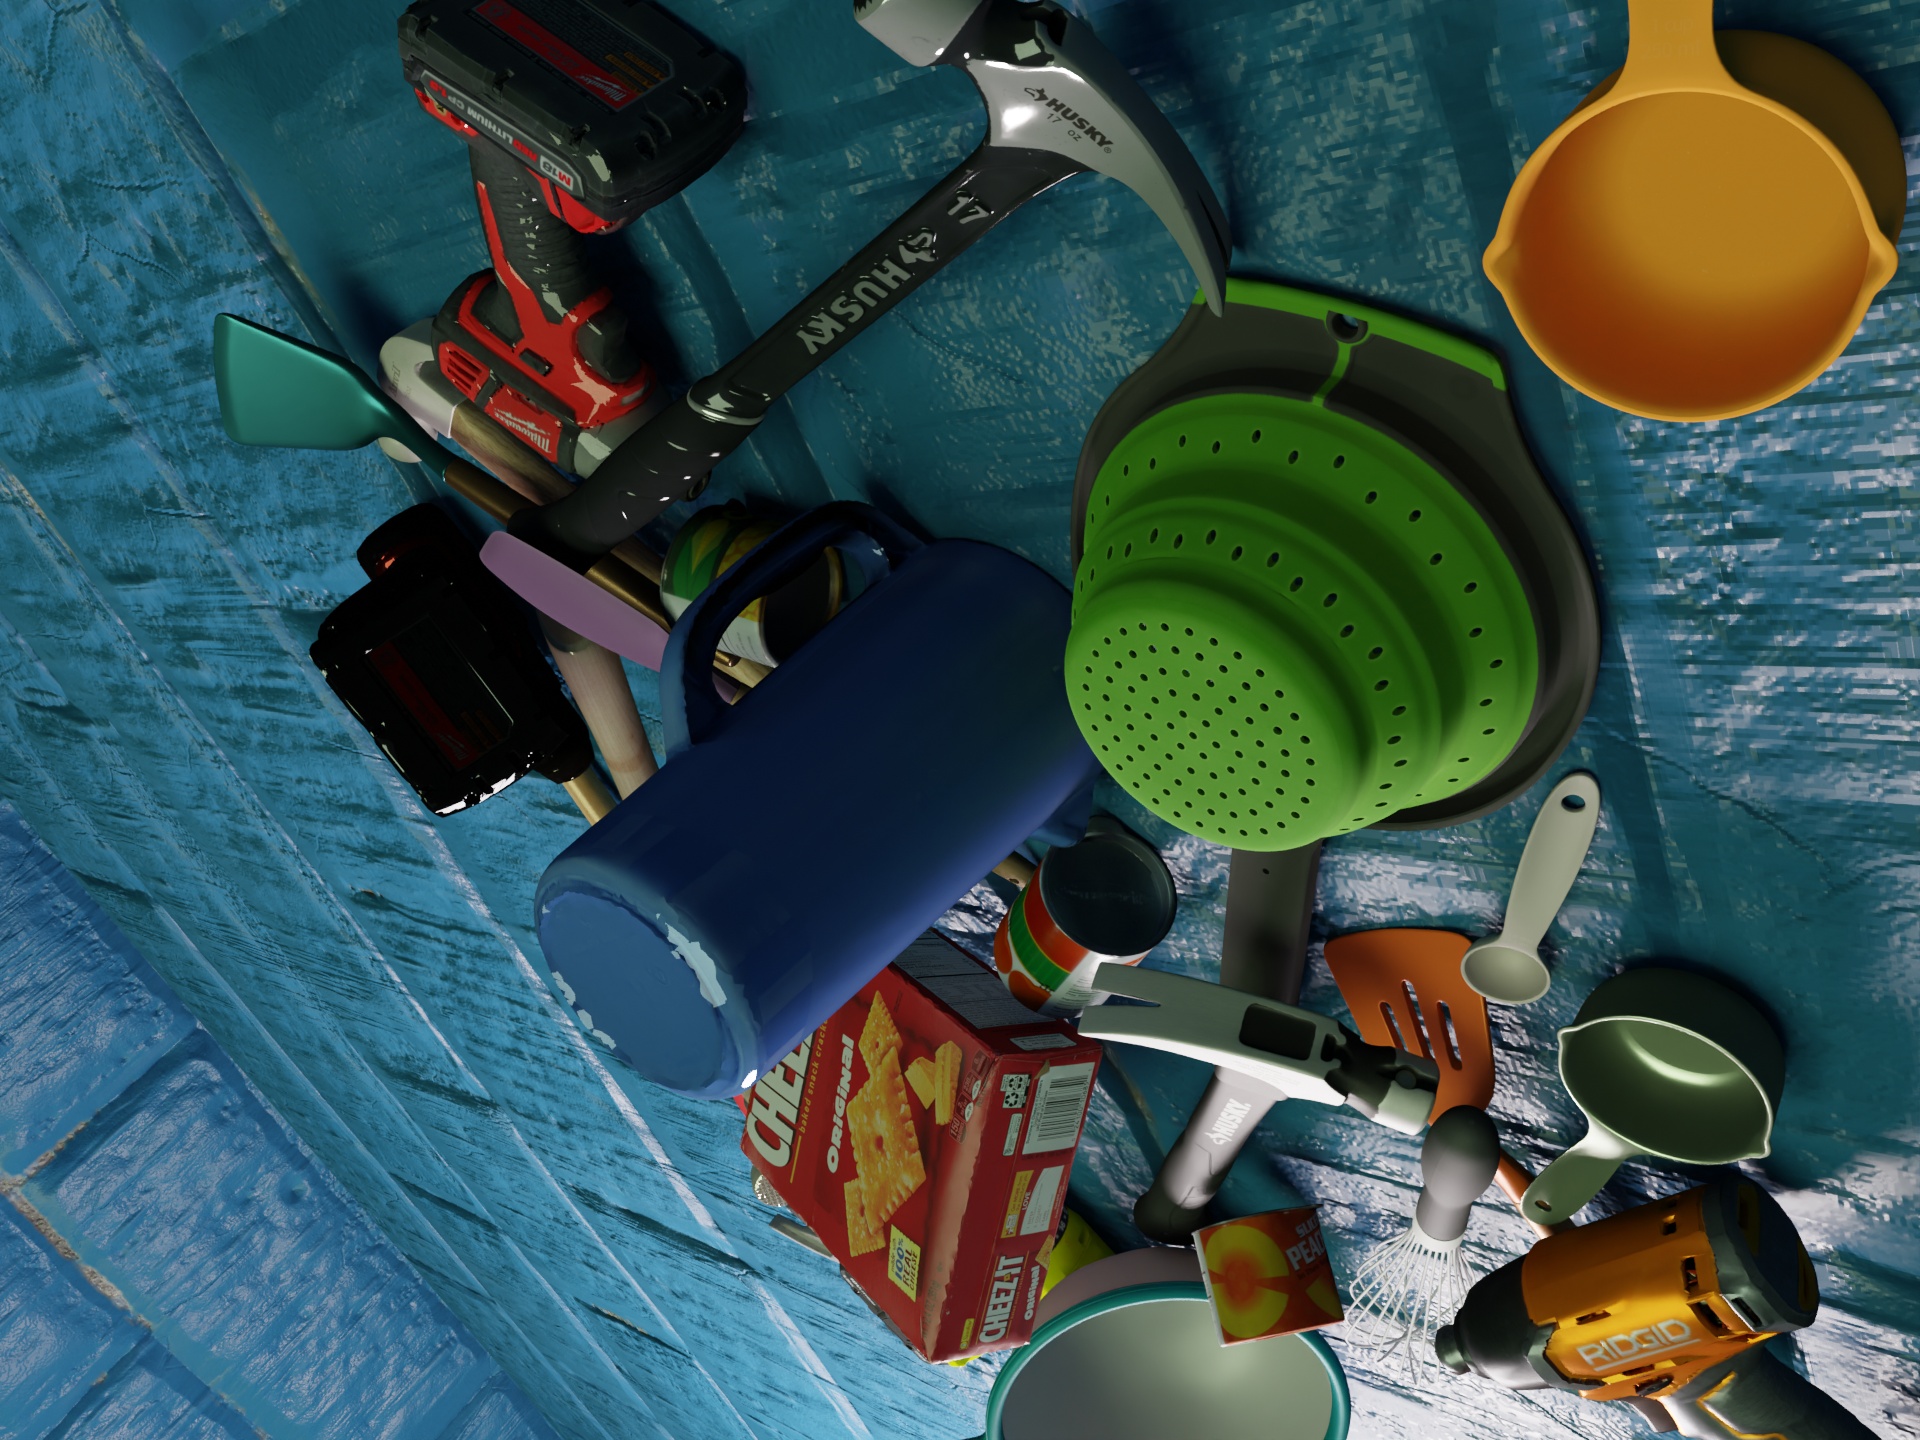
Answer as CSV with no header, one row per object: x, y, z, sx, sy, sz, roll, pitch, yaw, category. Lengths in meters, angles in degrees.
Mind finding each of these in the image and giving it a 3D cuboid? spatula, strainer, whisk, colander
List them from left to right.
-0.245,-0.108,0.805,0.317,0.044,0.082,32,135,13,spatula
-0.213,0.099,1.057,0.051,0.047,0.244,-10,117,51,whisk
-0.089,0.002,0.766,0.315,0.018,0.060,32,153,-16,spatula
0.058,0.405,0.963,0.340,0.095,0.210,-15,114,8,strainer
0.109,0.036,0.608,0.205,0.094,0.396,24,141,27,colander
0.215,0.242,0.730,0.070,0.070,0.284,24,150,25,whisk
0.271,0.220,0.718,0.322,0.041,0.081,50,147,-18,spatula

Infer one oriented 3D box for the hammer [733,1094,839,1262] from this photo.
-0.170,0.279,1.213,0.143,0.038,0.386,5,131,44,hammer

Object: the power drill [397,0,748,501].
-0.158,-0.187,0.663,0.143,0.078,0.219,37,148,9,power drill

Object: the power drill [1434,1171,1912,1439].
0.323,0.305,0.676,0.226,0.084,0.164,48,127,-5,power drill

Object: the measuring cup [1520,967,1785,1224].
0.265,0.156,0.635,0.083,0.038,0.167,31,144,16,measuring cup

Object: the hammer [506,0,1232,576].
-0.074,-0.127,0.603,0.149,0.036,0.409,28,150,-28,hammer

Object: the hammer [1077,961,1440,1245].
0.120,0.209,0.797,0.146,0.035,0.334,18,151,8,hammer

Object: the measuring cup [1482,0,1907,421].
0.176,-0.159,0.376,0.095,0.052,0.173,12,133,37,measuring cup

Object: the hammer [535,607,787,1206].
-0.163,0.096,0.935,0.146,0.038,0.410,-116,10,-58,hammer

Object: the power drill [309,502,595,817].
-0.266,-0.022,0.880,0.187,0.080,0.227,58,176,-20,power drill

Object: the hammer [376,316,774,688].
-0.173,-0.085,0.826,0.331,0.031,0.130,41,146,2,hammer

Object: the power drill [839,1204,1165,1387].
0.015,0.373,1.094,0.190,0.080,0.228,49,143,-11,power drill

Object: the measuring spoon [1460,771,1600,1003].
0.221,0.062,0.607,0.034,0.018,0.124,17,133,15,measuring spoon
